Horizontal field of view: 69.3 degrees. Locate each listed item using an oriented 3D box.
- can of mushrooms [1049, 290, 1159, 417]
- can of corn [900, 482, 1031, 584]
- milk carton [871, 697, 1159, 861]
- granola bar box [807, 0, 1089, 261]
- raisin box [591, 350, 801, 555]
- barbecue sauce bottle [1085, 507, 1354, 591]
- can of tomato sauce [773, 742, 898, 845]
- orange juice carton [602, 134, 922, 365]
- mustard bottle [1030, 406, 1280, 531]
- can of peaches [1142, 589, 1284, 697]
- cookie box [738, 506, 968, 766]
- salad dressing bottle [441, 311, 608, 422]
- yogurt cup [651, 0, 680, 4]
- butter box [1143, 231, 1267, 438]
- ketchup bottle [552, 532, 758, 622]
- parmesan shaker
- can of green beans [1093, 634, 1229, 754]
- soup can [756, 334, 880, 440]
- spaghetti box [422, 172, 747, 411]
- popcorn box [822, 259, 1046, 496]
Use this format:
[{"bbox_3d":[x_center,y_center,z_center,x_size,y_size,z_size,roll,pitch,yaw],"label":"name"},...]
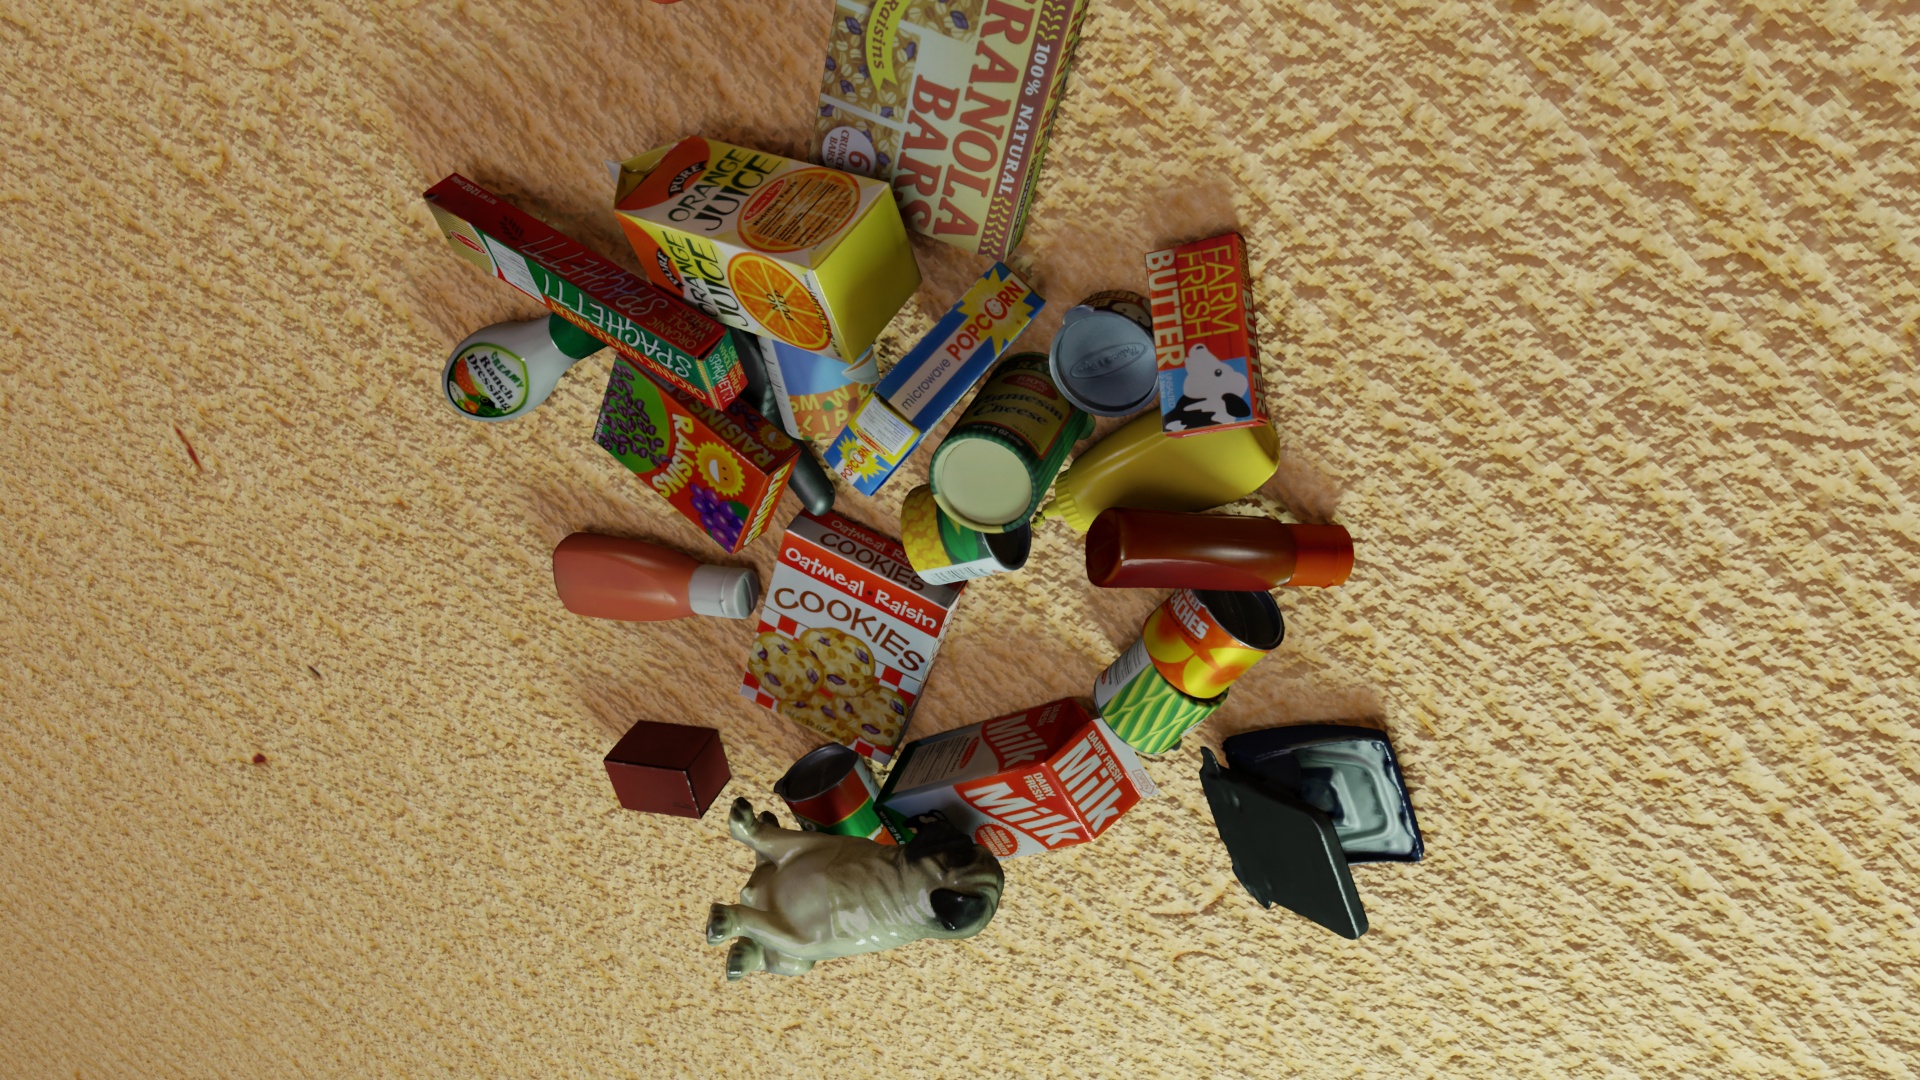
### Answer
[{"bbox_3d":[0.086,-0.109,0.791,0.071,0.034,0.070,11,126,16],"label":"can of mushrooms"},{"bbox_3d":[0.003,-0.011,0.872,0.058,0.071,0.071,-13,116,29],"label":"can of corn"},{"bbox_3d":[0.041,0.170,0.968,0.190,0.074,0.072,-21,112,32],"label":"milk carton"},{"bbox_3d":[-0.009,-0.246,0.737,0.124,0.039,0.164,22,128,8],"label":"granola bar box"},{"bbox_3d":[-0.168,-0.061,0.879,0.123,0.040,0.085,39,135,7],"label":"raisin box"},{"bbox_3d":[0.150,0.007,0.795,0.149,0.044,0.064,2,165,-14],"label":"barbecue sauce bottle"},{"bbox_3d":[-0.091,0.206,1.051,0.071,0.071,0.083,-14,116,30],"label":"can of tomato sauce"},{"bbox_3d":[-0.123,-0.170,0.785,0.193,0.073,0.071,21,151,30],"label":"orange juice carton"},{"bbox_3d":[0.106,-0.040,0.818,0.160,0.049,0.065,-21,117,33],"label":"mustard bottle"},{"bbox_3d":[0.152,0.054,0.848,0.071,0.071,0.057,37,129,-4],"label":"can of peaches"},{"bbox_3d":[-0.078,0.068,0.973,0.123,0.040,0.166,26,129,5],"label":"cookie box"},{"bbox_3d":[-0.285,-0.125,0.930,0.147,0.044,0.064,-20,111,32],"label":"salad dressing bottle"},{"bbox_3d":[-0.147,-0.319,0.733,0.054,0.073,0.072,-8,118,36],"label":"yogurt cup"},{"bbox_3d":[0.132,-0.110,0.746,0.053,0.024,0.103,-7,86,27],"label":"butter box"},{"bbox_3d":[-0.220,0.031,1.006,0.149,0.044,0.064,6,124,19],"label":"ketchup bottle"},{"bbox_3d":[0.032,-0.056,0.804,0.071,0.103,0.071,11,125,16],"label":"parmesan shaker"},{"bbox_3d":[0.128,0.094,0.886,0.071,0.071,0.057,38,127,-4],"label":"can of green beans"},{"bbox_3d":[-0.083,-0.112,0.841,0.071,0.072,0.083,0,122,23],"label":"soup can"},{"bbox_3d":[-0.230,-0.153,0.842,0.250,0.029,0.050,31,155,24],"label":"spaghetti box"},{"bbox_3d":[-0.015,-0.090,0.774,0.038,0.127,0.085,42,148,-3],"label":"popcorn box"}]
